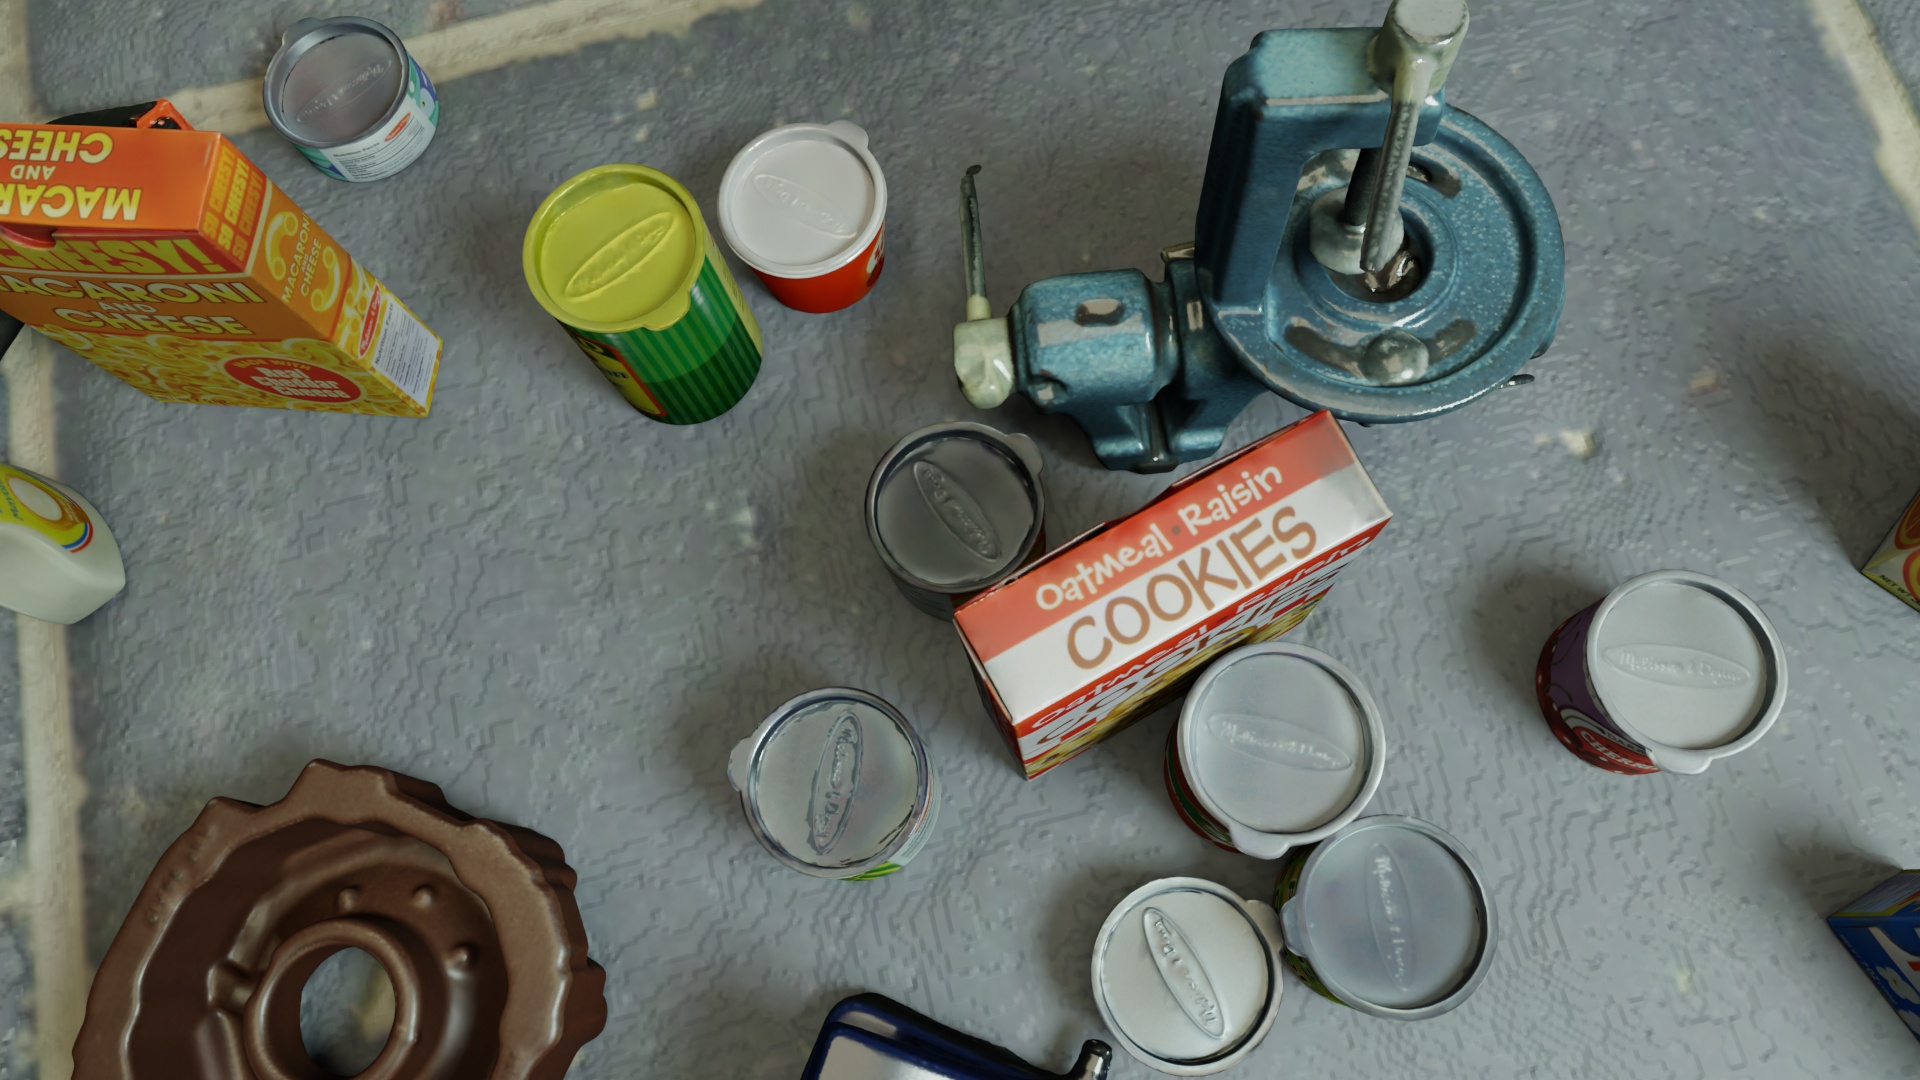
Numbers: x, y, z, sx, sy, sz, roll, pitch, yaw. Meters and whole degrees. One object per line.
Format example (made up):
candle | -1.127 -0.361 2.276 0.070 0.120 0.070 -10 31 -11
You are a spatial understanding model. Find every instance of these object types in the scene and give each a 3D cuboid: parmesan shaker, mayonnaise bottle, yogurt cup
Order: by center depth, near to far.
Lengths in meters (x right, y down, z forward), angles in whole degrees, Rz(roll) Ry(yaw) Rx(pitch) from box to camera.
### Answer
mayonnaise bottle | -0.379 -0.012 0.514 0.041 0.147 0.065 -37 75 -6
parmesan shaker | -0.118 -0.089 0.541 0.071 0.103 0.071 -1 75 4
yogurt cup | -0.061 -0.129 0.573 0.072 0.054 0.072 -1 74 4

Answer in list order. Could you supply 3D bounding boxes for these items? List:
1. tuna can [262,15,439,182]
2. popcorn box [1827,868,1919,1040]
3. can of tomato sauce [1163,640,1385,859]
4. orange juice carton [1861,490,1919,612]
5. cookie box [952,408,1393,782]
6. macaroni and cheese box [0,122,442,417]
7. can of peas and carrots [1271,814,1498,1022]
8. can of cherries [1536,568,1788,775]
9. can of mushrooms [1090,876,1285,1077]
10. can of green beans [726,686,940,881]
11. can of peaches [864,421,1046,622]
tuna can | -0.272 -0.197 0.618 0.071 0.032 0.071 -1 74 4
popcorn box | 0.356 0.167 0.444 0.038 0.085 0.127 -32 75 -5
can of tomato sauce | 0.107 0.078 0.488 0.071 0.083 0.071 -1 75 4
orange juice carton | 0.386 -0.017 0.438 0.072 0.192 0.073 39 81 13
cookie box | 0.064 0.026 0.462 0.123 0.167 0.040 -29 75 -4
macaroni and cheese box | -0.290 -0.094 0.521 0.124 0.166 0.040 4 75 5
can of peas and carrots | 0.143 0.131 0.483 0.071 0.058 0.071 -1 75 4
can of cherries | 0.248 0.051 0.498 0.071 0.058 0.071 -1 75 4
can of mushrooms | 0.081 0.153 0.495 0.071 0.033 0.071 -1 74 4
can of green beans | -0.042 0.090 0.508 0.071 0.057 0.071 -1 75 4
can of peaches | 0.002 -0.007 0.532 0.071 0.058 0.071 -1 75 4
